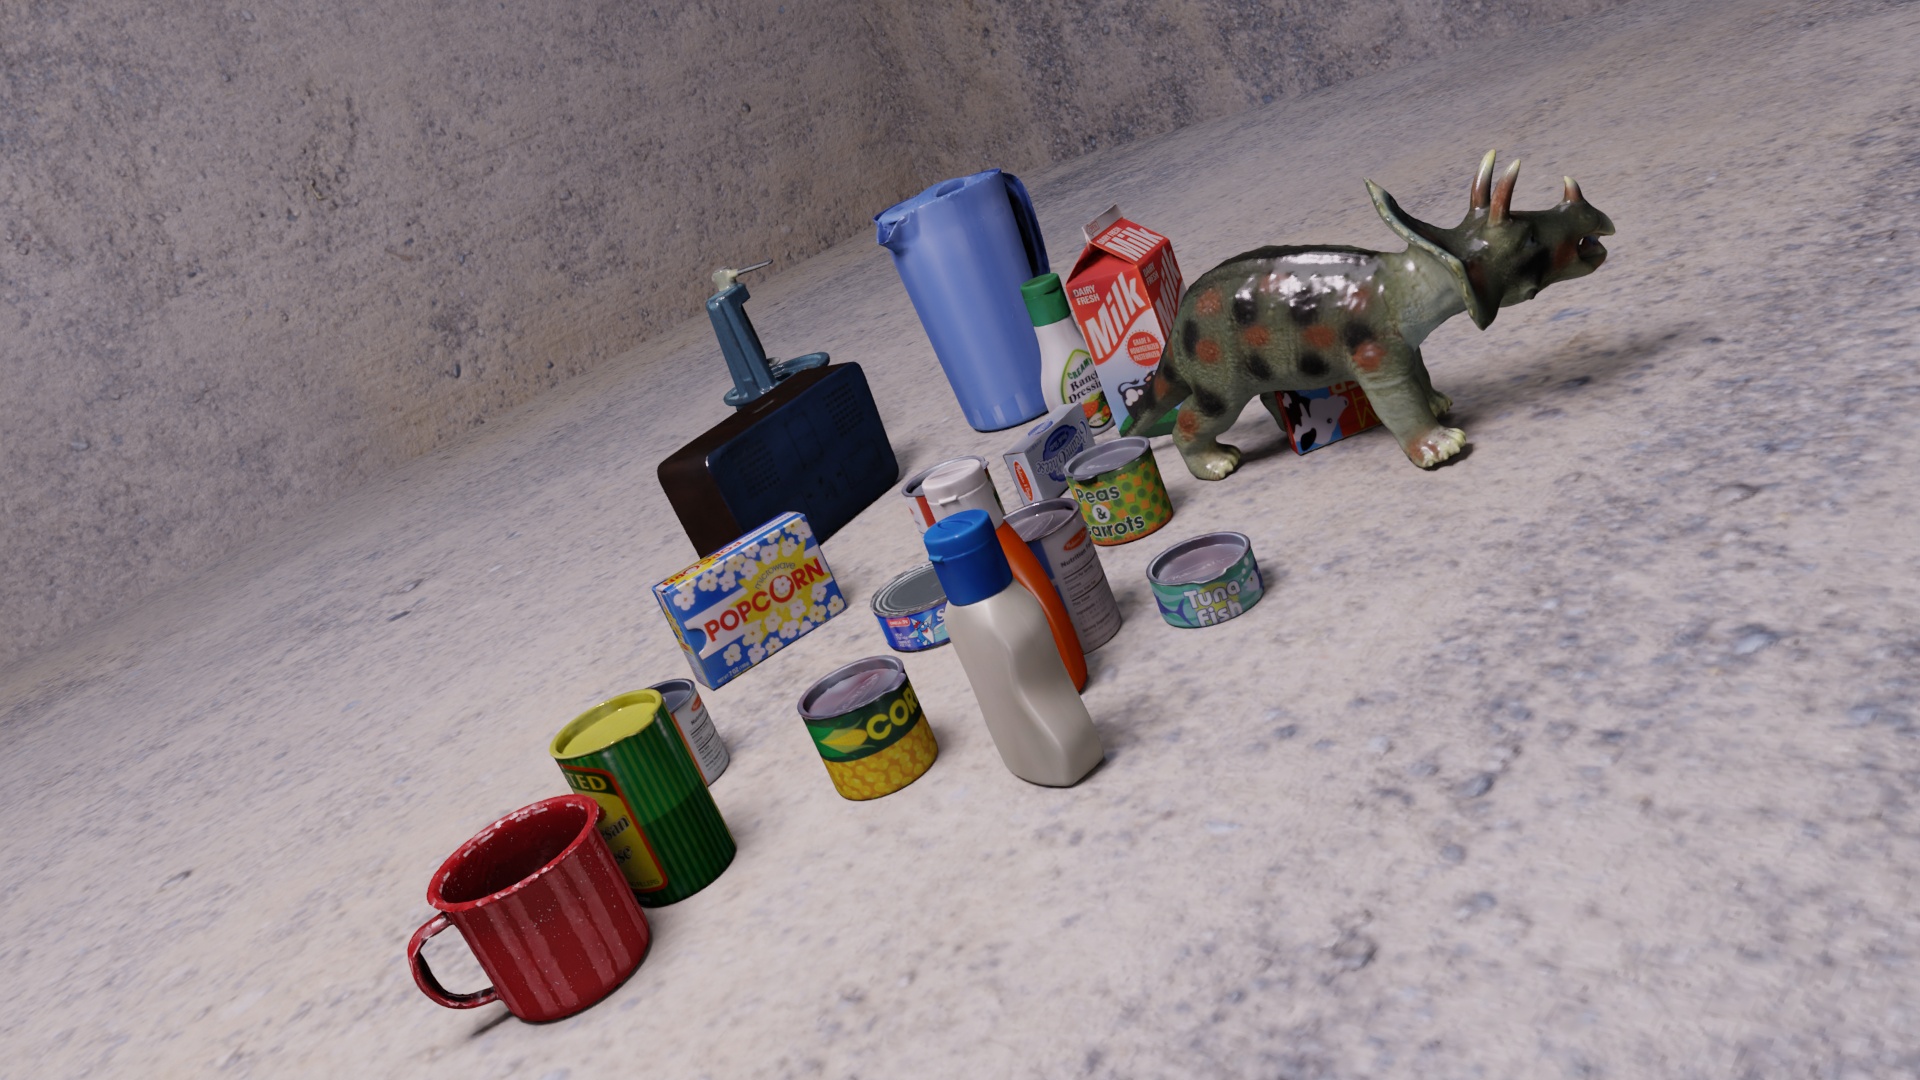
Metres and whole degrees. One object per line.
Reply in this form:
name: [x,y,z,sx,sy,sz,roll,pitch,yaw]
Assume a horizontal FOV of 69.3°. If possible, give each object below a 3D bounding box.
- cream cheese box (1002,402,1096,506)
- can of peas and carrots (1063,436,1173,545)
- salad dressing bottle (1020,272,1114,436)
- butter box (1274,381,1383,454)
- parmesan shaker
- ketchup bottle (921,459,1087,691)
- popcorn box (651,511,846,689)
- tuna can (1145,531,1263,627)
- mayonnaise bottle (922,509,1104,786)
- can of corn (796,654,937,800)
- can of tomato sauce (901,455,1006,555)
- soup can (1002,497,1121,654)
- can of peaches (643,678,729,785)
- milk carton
cream cheese box: [0.077,-0.070,1.156,0.024,0.053,0.104,-8,24,38]
can of peas and carrots: [0.114,-0.035,1.010,0.071,0.058,0.071,-20,19,7]
salad dressing bottle: [0.095,-0.165,1.248,0.064,0.147,0.044,-30,20,-21]
butter box: [0.287,-0.106,1.020,0.103,0.053,0.024,-21,18,3]
parmesan shaker: [-0.174,0.144,0.774,0.071,0.102,0.071,-20,19,7]
ketchup bottle: [0.021,0.027,0.805,0.064,0.148,0.044,-15,20,22]
popcorn box: [-0.159,0.044,1.059,0.127,0.085,0.038,-32,21,-26]
tuna can: [0.150,0.025,0.847,0.071,0.032,0.071,-20,19,7]
mayonnaise bottle: [0.024,0.056,0.723,0.041,0.147,0.064,-33,21,-30]
can of corn: [-0.051,0.108,0.804,0.071,0.058,0.071,-20,19,7]
can of tomato sauce: [0.004,-0.013,1.035,0.071,0.083,0.071,-20,19,7]
soup can: [0.055,0.025,0.874,0.071,0.083,0.071,-20,19,7]
can of peaches: [-0.193,0.131,0.899,0.071,0.058,0.071,-20,19,7]
milk carton: [0.150,-0.187,1.178,0.073,0.190,0.073,-8,23,36]
